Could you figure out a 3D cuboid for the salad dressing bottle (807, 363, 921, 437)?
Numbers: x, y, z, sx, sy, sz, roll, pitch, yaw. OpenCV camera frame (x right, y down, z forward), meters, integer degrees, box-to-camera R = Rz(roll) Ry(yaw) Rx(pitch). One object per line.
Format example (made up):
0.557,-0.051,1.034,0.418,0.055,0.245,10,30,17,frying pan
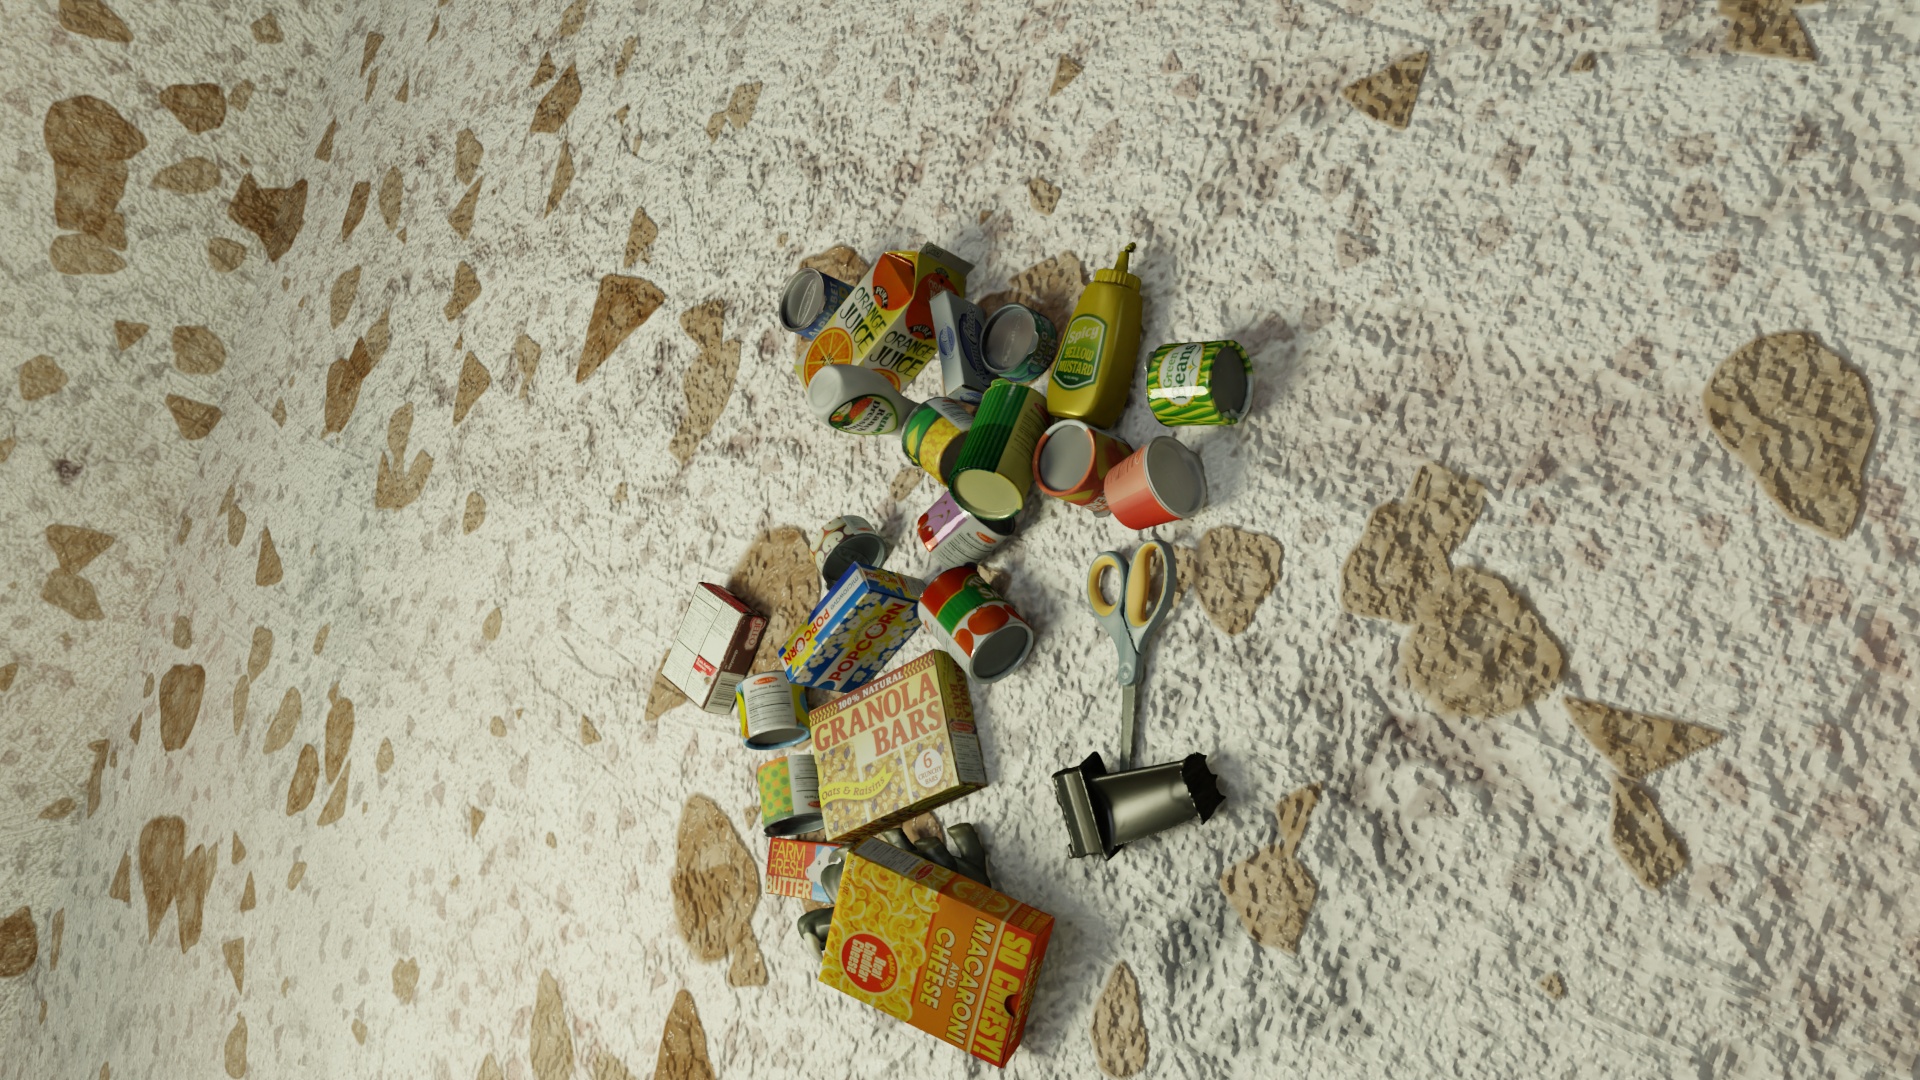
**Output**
-0.070,-0.117,1.251,0.064,0.148,0.044,-41,55,28,salad dressing bottle

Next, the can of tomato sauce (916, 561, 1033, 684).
0.014,0.070,1.178,0.083,0.071,0.071,45,109,40,can of tomato sauce

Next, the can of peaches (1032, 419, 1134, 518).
0.101,-0.059,1.140,0.071,0.058,0.071,-14,69,39,can of peaches

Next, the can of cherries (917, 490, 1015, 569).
0.004,-0.015,1.212,0.058,0.071,0.072,-43,53,27,can of cherries

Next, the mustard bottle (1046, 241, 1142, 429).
0.119,-0.175,1.163,0.065,0.049,0.160,13,87,42,mustard bottle

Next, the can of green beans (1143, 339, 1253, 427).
0.185,-0.121,1.074,0.058,0.071,0.071,2,80,43,can of green beans

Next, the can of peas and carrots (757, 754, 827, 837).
-0.154,0.236,1.283,0.070,0.071,0.059,-30,59,34,can of peas and carrots

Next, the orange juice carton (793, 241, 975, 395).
-0.068,-0.203,1.327,0.192,0.072,0.073,-47,52,23,orange juice carton

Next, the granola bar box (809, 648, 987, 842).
-0.060,0.184,1.231,0.165,0.039,0.124,-30,59,33,granola bar box

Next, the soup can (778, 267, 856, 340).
-0.126,-0.226,1.379,0.071,0.084,0.071,-13,70,40,soup can

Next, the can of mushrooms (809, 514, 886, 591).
-0.108,0.012,1.305,0.071,0.071,0.033,-54,49,17,can of mushrooms

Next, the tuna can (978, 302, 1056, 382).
0.053,-0.175,1.235,0.071,0.033,0.071,-13,69,40,tuna can

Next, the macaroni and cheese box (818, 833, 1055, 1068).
-0.022,0.322,1.091,0.166,0.040,0.123,19,108,20,macaroni and cheese box

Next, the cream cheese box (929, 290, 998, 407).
0.005,-0.173,1.265,0.024,0.053,0.104,-29,60,36,cream cheese box

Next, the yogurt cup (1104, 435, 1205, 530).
0.150,-0.042,1.088,0.053,0.072,0.072,-27,61,44,yogurt cup

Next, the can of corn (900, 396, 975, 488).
-0.011,-0.085,1.245,0.058,0.071,0.071,41,106,41,can of corn

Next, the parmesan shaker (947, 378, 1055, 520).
0.033,-0.077,1.169,0.071,0.071,0.103,-17,37,39,parmesan shaker

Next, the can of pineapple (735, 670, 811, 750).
-0.179,0.164,1.329,0.070,0.071,0.058,-30,59,33,can of pineapple

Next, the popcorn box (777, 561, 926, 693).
-0.095,0.081,1.260,0.126,0.085,0.038,-49,50,22,popcorn box

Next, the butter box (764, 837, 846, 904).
-0.137,0.303,1.277,0.103,0.024,0.053,-5,75,42,butter box
